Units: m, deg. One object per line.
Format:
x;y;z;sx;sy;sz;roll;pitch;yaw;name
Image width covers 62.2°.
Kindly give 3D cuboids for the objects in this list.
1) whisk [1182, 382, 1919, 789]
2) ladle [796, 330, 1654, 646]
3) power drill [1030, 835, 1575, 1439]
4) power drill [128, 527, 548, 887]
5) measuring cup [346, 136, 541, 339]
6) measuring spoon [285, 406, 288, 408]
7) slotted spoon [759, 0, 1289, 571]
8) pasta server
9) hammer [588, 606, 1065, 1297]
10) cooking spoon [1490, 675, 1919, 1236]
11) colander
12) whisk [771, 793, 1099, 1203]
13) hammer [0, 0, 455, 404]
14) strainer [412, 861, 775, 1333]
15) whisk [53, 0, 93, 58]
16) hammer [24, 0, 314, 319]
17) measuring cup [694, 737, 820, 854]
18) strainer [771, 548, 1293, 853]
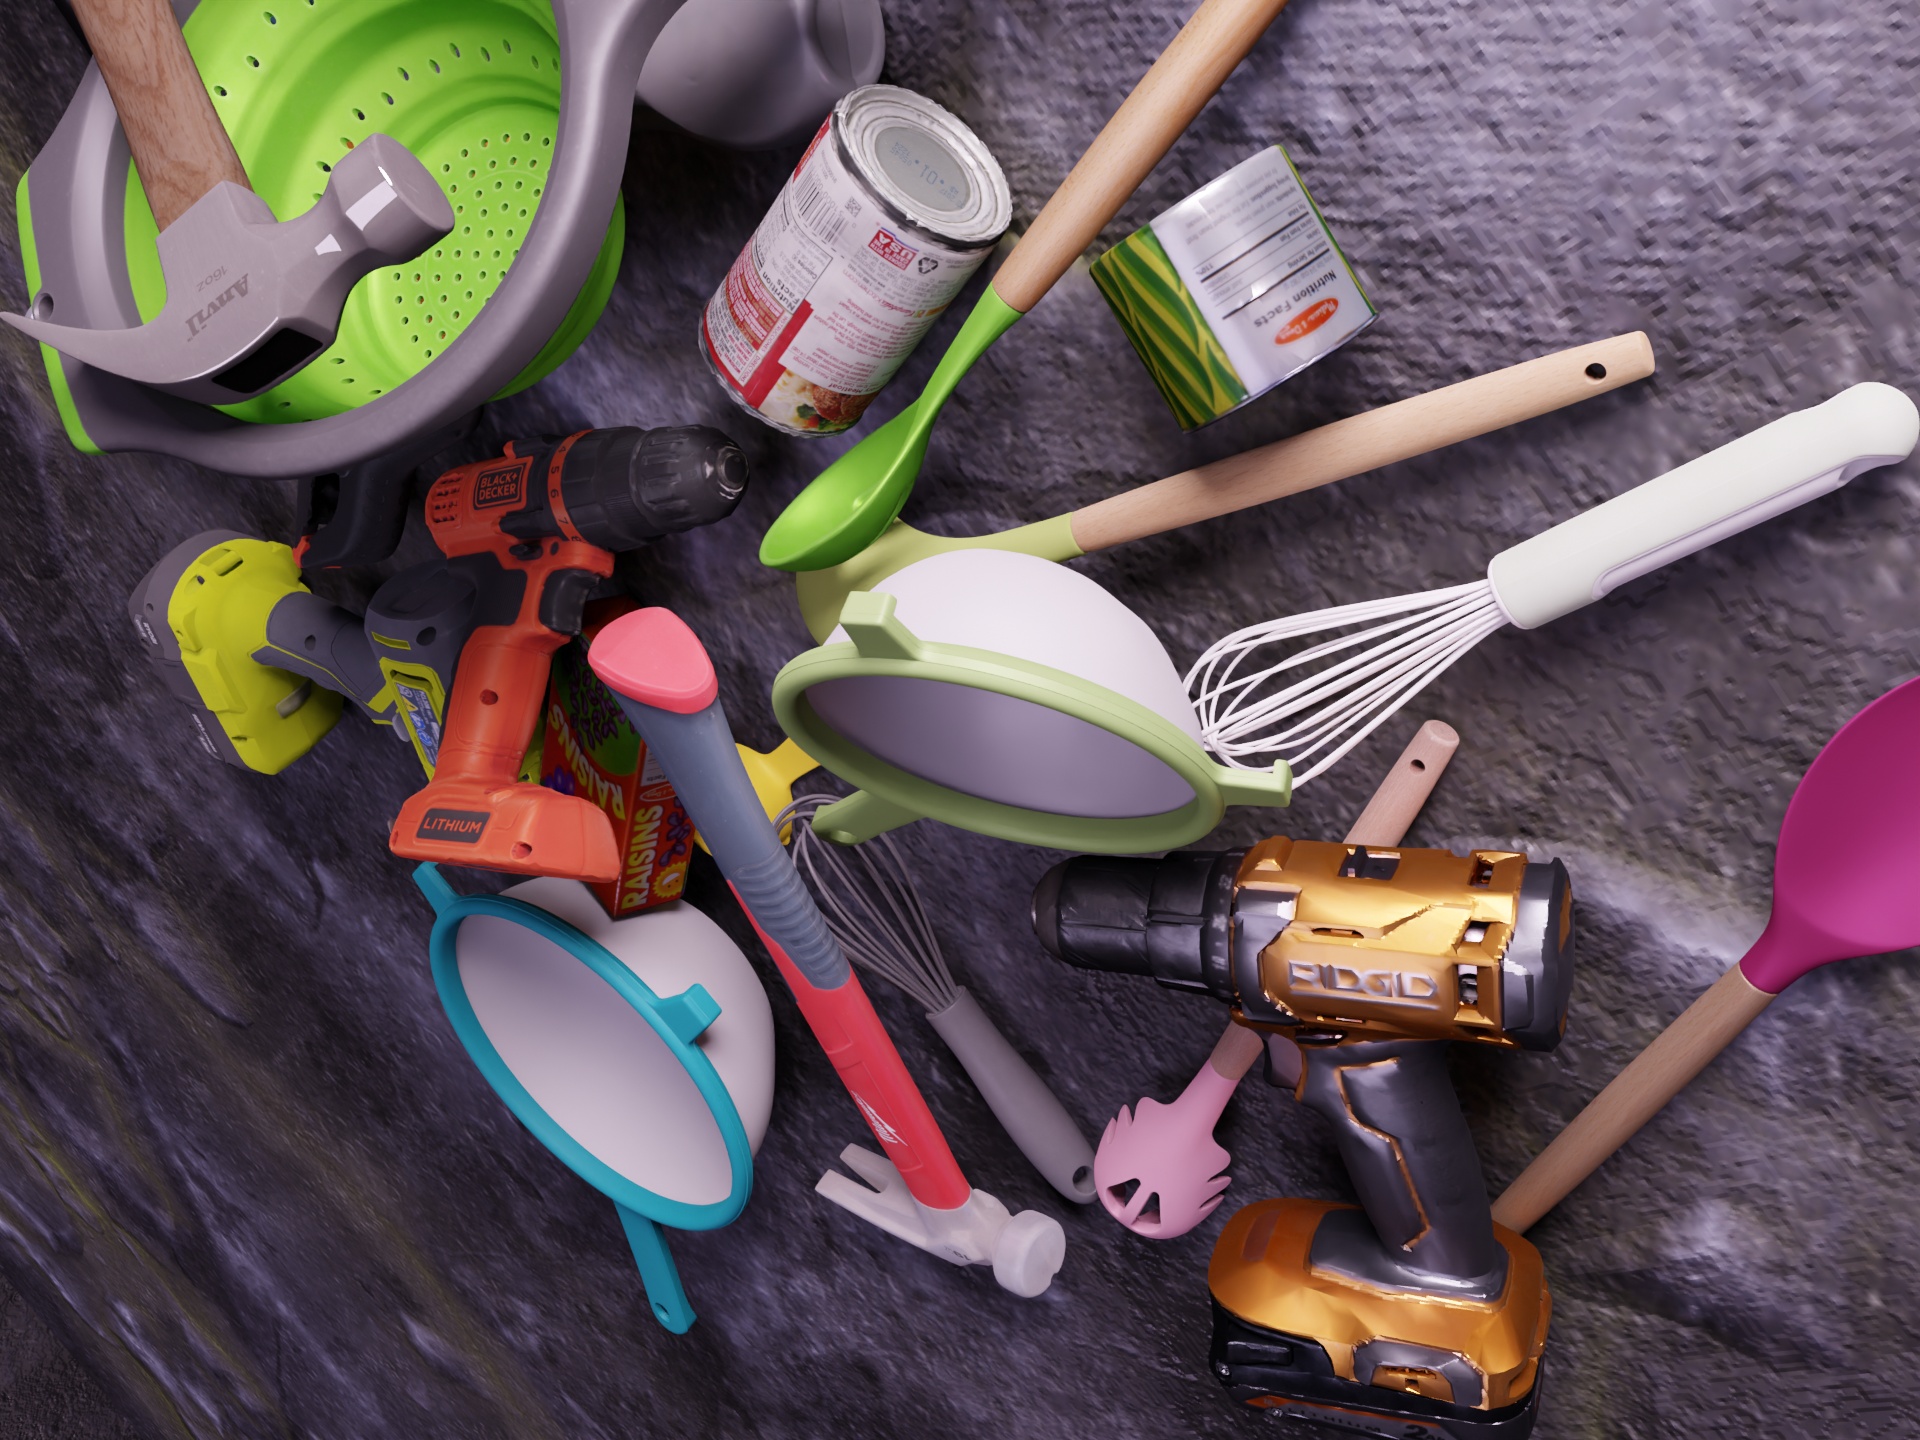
0.162;-0.035;0.487;0.246;0.057;0.059;-28;69;40;whisk
0.068;-0.075;0.540;0.320;0.062;0.078;-14;106;34;ladle
0.124;0.145;0.578;0.185;0.084;0.226;2;115;25;power drill
-0.307;-0.006;0.833;0.229;0.080;0.190;14;134;26;power drill
-0.207;-0.216;0.645;0.174;0.052;0.095;47;147;37;measuring cup
-0.309;-0.150;0.750;0.042;0.021;0.128;-24;129;9;measuring spoon
0.031;-0.148;0.488;0.031;0.070;0.313;33;126;-16;slotted spoon
0.120;0.117;0.635;0.060;0.040;0.316;33;129;15;pasta server
-0.071;0.111;0.693;0.143;0.038;0.385;11;137;39;hammer
0.250;0.099;0.529;0.069;0.017;0.318;33;133;12;cooking spoon
-0.105;-0.198;0.487;0.397;0.094;0.205;-24;75;17;colander
-0.008;0.132;0.725;0.055;0.055;0.239;-27;104;44;whisk
-0.266;-0.238;0.486;0.130;0.031;0.331;-33;73;14;hammer
-0.160;0.202;0.856;0.211;0.095;0.340;19;134;29;strainer
-0.412;-0.353;0.694;0.073;0.073;0.295;-16;115;42;whisk
-0.335;-0.225;0.709;0.128;0.033;0.331;43;139;-12;hammer
-0.081;0.022;0.714;0.062;0.029;0.156;52;138;-4;measuring cup
-0.001;-0.002;0.572;0.151;0.069;0.256;22;161;-17;strainer
